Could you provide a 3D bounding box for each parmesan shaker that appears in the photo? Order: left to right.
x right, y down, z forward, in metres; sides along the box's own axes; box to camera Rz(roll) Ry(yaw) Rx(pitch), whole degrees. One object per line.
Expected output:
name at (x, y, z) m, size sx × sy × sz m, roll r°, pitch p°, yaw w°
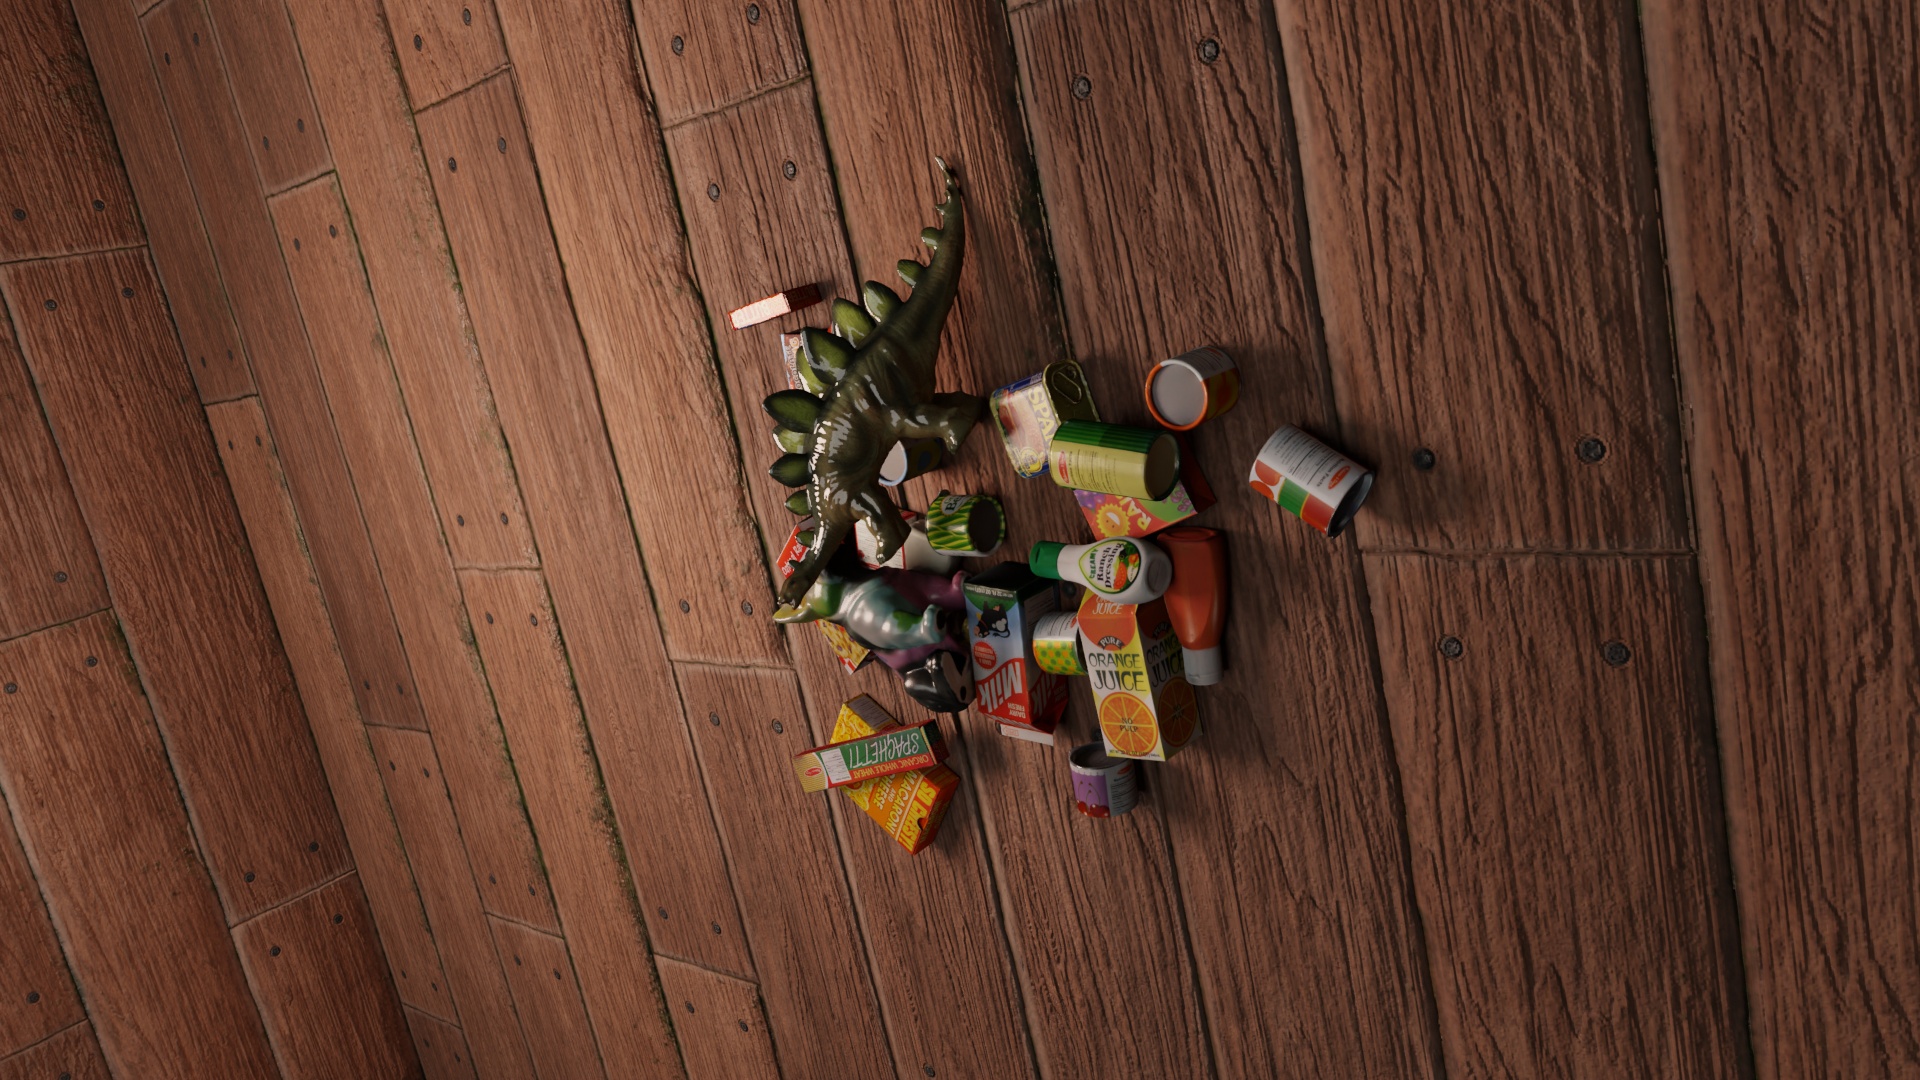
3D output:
parmesan shaker at (0.142, -0.072, 1.267) m, size 0.103 × 0.071 × 0.071 m, roll 11°, pitch 114°, yaw 38°

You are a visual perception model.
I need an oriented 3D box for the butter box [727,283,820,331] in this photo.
butter box at (-0.210, -0.263, 1.566) m, size 0.103 × 0.053 × 0.024 m, roll -9°, pitch 103°, yaw 43°

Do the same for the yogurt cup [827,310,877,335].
yogurt cup at (-0.118, -0.209, 1.500) m, size 0.072 × 0.073 × 0.053 m, roll 60°, pitch 142°, yaw 5°

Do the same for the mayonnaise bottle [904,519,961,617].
mayonnaise bottle at (-0.033, 0.053, 1.546) m, size 0.065 × 0.041 × 0.147 m, roll 20°, pitch 121°, yaw 28°

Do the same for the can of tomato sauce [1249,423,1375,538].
can of tomato sauce at (0.300, -0.051, 1.190) m, size 0.083 × 0.071 × 0.070 m, roll 36°, pitch 128°, yaw 26°

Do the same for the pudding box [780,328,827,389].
pudding box at (-0.172, -0.197, 1.575) m, size 0.049 × 0.030 × 0.083 m, roll 8°, pitch 112°, yaw 41°

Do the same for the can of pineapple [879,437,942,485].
can of pineapple at (-0.063, -0.096, 1.499) m, size 0.071 × 0.058 × 0.070 m, roll 18°, pitch 118°, yaw 36°

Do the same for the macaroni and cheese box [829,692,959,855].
macaroni and cheese box at (-0.089, 0.285, 1.690) m, size 0.167 × 0.040 × 0.123 m, roll 39°, pitch 129°, yaw 24°

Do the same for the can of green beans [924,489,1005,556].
can of green beans at (0.006, -0.016, 1.465) m, size 0.058 × 0.071 × 0.071 m, roll 1°, pitch 108°, yaw 41°

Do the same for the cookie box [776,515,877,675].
cookie box at (-0.145, 0.062, 1.628) m, size 0.167 × 0.040 × 0.122 m, roll 55°, pitch 152°, yaw 9°

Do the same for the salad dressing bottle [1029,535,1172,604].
salad dressing bottle at (0.131, 0.025, 1.329) m, size 0.147 × 0.044 × 0.064 m, roll 7°, pitch 81°, yaw 45°

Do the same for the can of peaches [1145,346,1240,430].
can of peaches at (0.208, -0.134, 1.243) m, size 0.071 × 0.058 × 0.071 m, roll 17°, pitch 117°, yaw 36°

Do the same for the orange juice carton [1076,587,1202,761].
orange juice carton at (0.173, 0.114, 1.364) m, size 0.071 × 0.073 × 0.192 m, roll -3°, pitch 104°, yaw 42°

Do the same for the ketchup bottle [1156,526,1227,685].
ketchup bottle at (0.224, 0.063, 1.318) m, size 0.064 × 0.044 × 0.148 m, roll 5°, pitch 111°, yaw 41°

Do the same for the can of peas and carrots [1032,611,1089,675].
can of peas and carrots at (0.117, 0.107, 1.417) m, size 0.058 × 0.071 × 0.070 m, roll -4°, pitch 105°, yaw 43°

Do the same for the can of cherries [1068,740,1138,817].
can of cherries at (0.148, 0.248, 1.447) m, size 0.071 × 0.072 × 0.058 m, roll 3°, pitch 111°, yaw 41°

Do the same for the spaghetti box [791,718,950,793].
spaghetti box at (-0.110, 0.258, 1.648) m, size 0.249 × 0.029 × 0.050 m, roll -21°, pitch 92°, yaw 44°

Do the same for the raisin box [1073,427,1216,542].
raisin box at (0.171, -0.048, 1.324) m, size 0.123 × 0.040 × 0.086 m, roll -26°, pitch 90°, yaw 45°

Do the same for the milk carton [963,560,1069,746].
milk carton at (0.062, 0.125, 1.468) m, size 0.072 × 0.074 × 0.190 m, roll 7°, pitch 112°, yaw 39°
